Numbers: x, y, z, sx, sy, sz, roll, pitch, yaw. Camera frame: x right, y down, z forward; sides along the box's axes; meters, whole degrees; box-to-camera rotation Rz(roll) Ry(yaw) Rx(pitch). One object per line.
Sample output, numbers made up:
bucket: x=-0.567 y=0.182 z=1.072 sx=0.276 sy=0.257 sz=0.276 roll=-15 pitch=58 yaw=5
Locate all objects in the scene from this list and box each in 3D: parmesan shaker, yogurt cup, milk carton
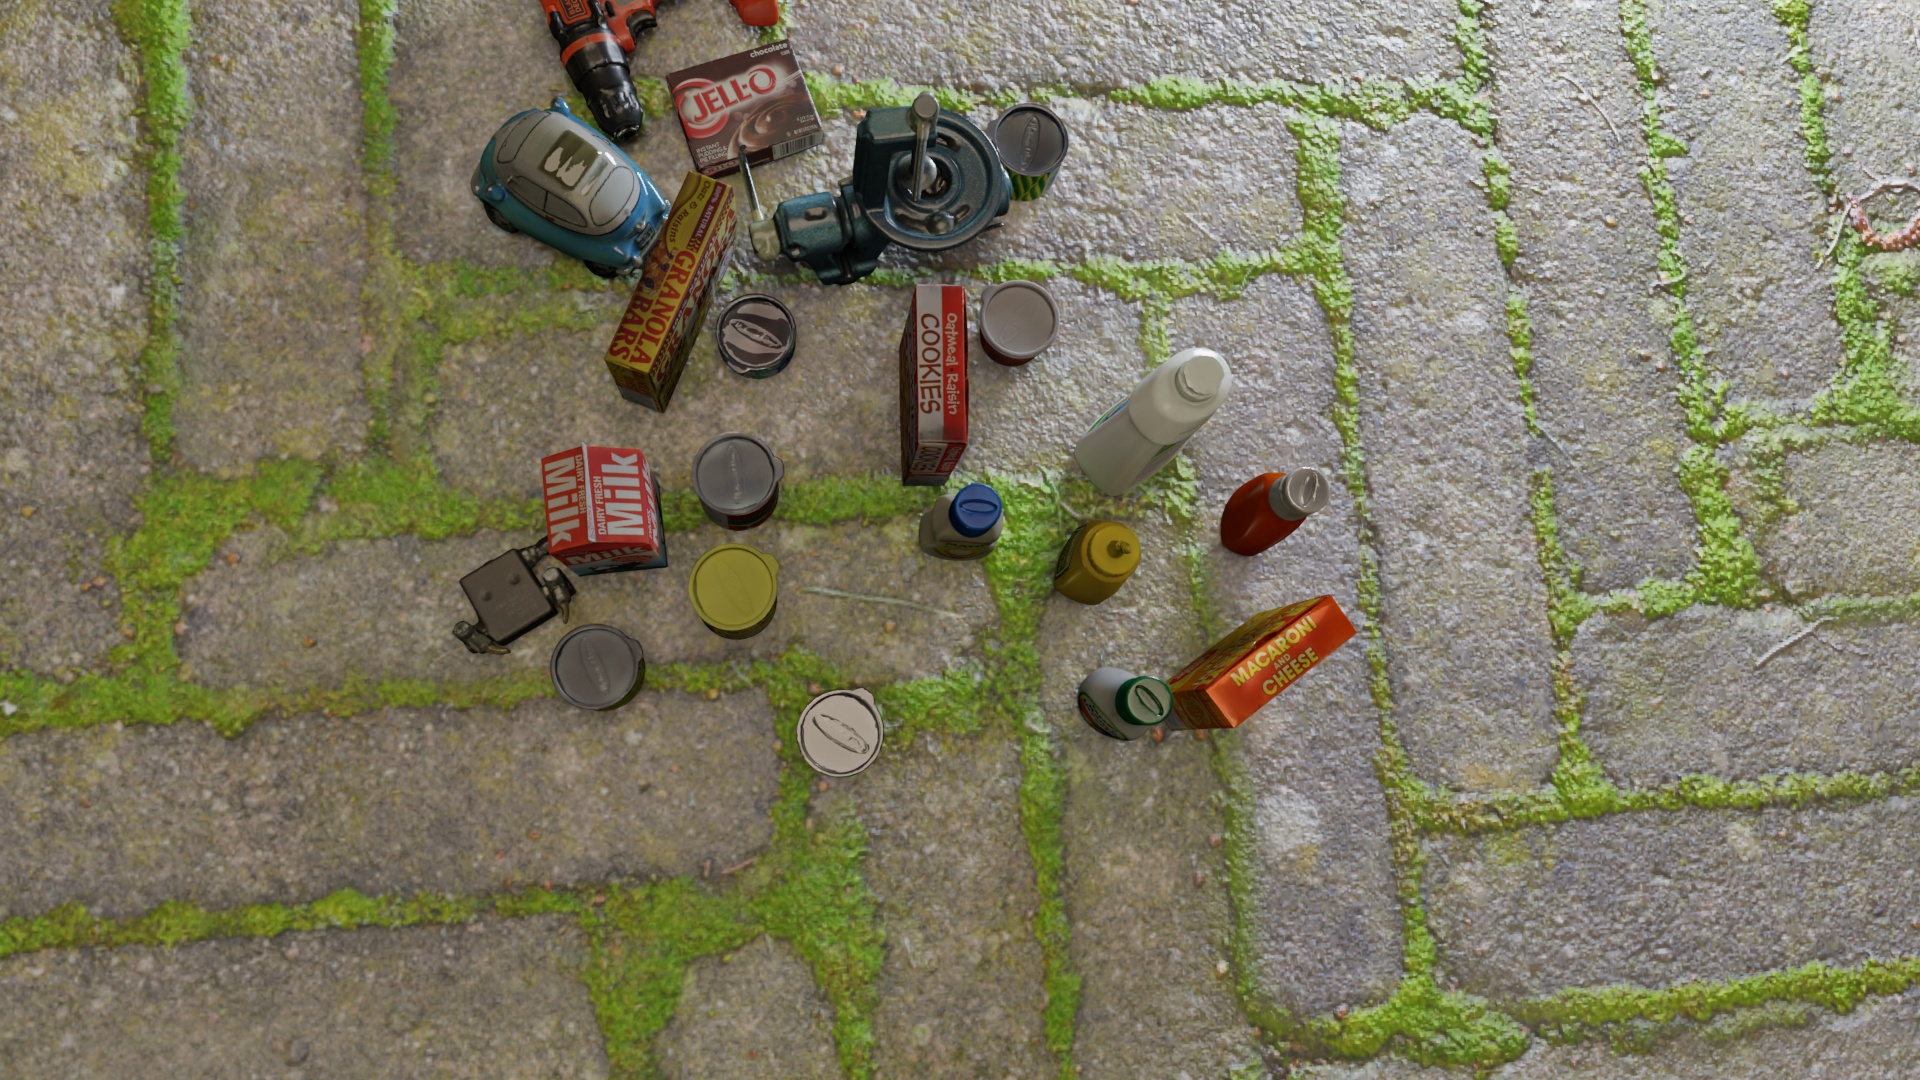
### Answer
parmesan shaker: x=-0.174 y=0.041 z=1.089 sx=0.071 sy=0.103 sz=0.071 roll=1 pitch=81 yaw=-7
yogurt cup: x=0.047 y=-0.181 z=1.178 sx=0.072 sy=0.054 sz=0.072 roll=1 pitch=81 yaw=-7
milk carton: x=-0.267 y=-0.021 z=1.043 sx=0.073 sy=0.190 sz=0.072 roll=-6 pitch=82 yaw=-8

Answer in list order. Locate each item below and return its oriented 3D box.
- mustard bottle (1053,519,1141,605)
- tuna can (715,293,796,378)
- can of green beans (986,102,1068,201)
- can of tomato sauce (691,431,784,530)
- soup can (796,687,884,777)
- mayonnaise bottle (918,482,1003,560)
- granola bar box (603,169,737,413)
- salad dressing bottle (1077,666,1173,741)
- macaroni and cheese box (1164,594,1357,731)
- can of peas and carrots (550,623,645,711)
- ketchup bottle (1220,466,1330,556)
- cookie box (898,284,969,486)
mustard bottle: x=0.112 y=0.013 z=1.099 sx=0.049 sy=0.160 sz=0.065 roll=23 pitch=79 yaw=-3
tuna can: x=-0.171 y=-0.168 z=1.159 sx=0.071 sy=0.032 sz=0.071 roll=1 pitch=81 yaw=-7
can of green beans: x=0.056 y=-0.335 z=1.203 sx=0.071 sy=0.057 sz=0.071 roll=1 pitch=81 yaw=-7
can of tomato sauce: x=-0.177 y=-0.046 z=1.113 sx=0.071 sy=0.083 sz=0.071 roll=1 pitch=81 yaw=-7
soup can: x=-0.094 y=0.150 z=1.090 sx=0.071 sy=0.083 sz=0.071 roll=1 pitch=81 yaw=-7
mayonnaise bottle: x=0.004 y=-0.014 z=1.097 sx=0.065 sy=0.148 sz=0.041 roll=4 pitch=81 yaw=-6
granola bar box: x=-0.227 y=-0.195 z=1.111 sx=0.039 sy=0.124 sz=0.166 roll=22 pitch=79 yaw=-3
salad dressing bottle: x=0.130 y=0.127 z=1.089 sx=0.044 sy=0.147 sz=0.064 roll=-41 pitch=88 yaw=-11
macaroni and cheese box: x=0.225 y=0.099 z=1.096 sx=0.124 sy=0.166 sz=0.040 roll=-35 pitch=87 yaw=-11
can of peas and carrots: x=-0.281 y=0.099 z=1.088 sx=0.071 sy=0.058 sz=0.071 roll=1 pitch=81 yaw=-7
ketchup bottle: x=0.255 y=-0.028 z=1.130 sx=0.043 sy=0.148 sz=0.065 roll=20 pitch=79 yaw=-4
cookie box: x=-0.022 y=-0.118 z=1.101 sx=0.040 sy=0.167 sz=0.123 roll=0 pitch=81 yaw=-7
